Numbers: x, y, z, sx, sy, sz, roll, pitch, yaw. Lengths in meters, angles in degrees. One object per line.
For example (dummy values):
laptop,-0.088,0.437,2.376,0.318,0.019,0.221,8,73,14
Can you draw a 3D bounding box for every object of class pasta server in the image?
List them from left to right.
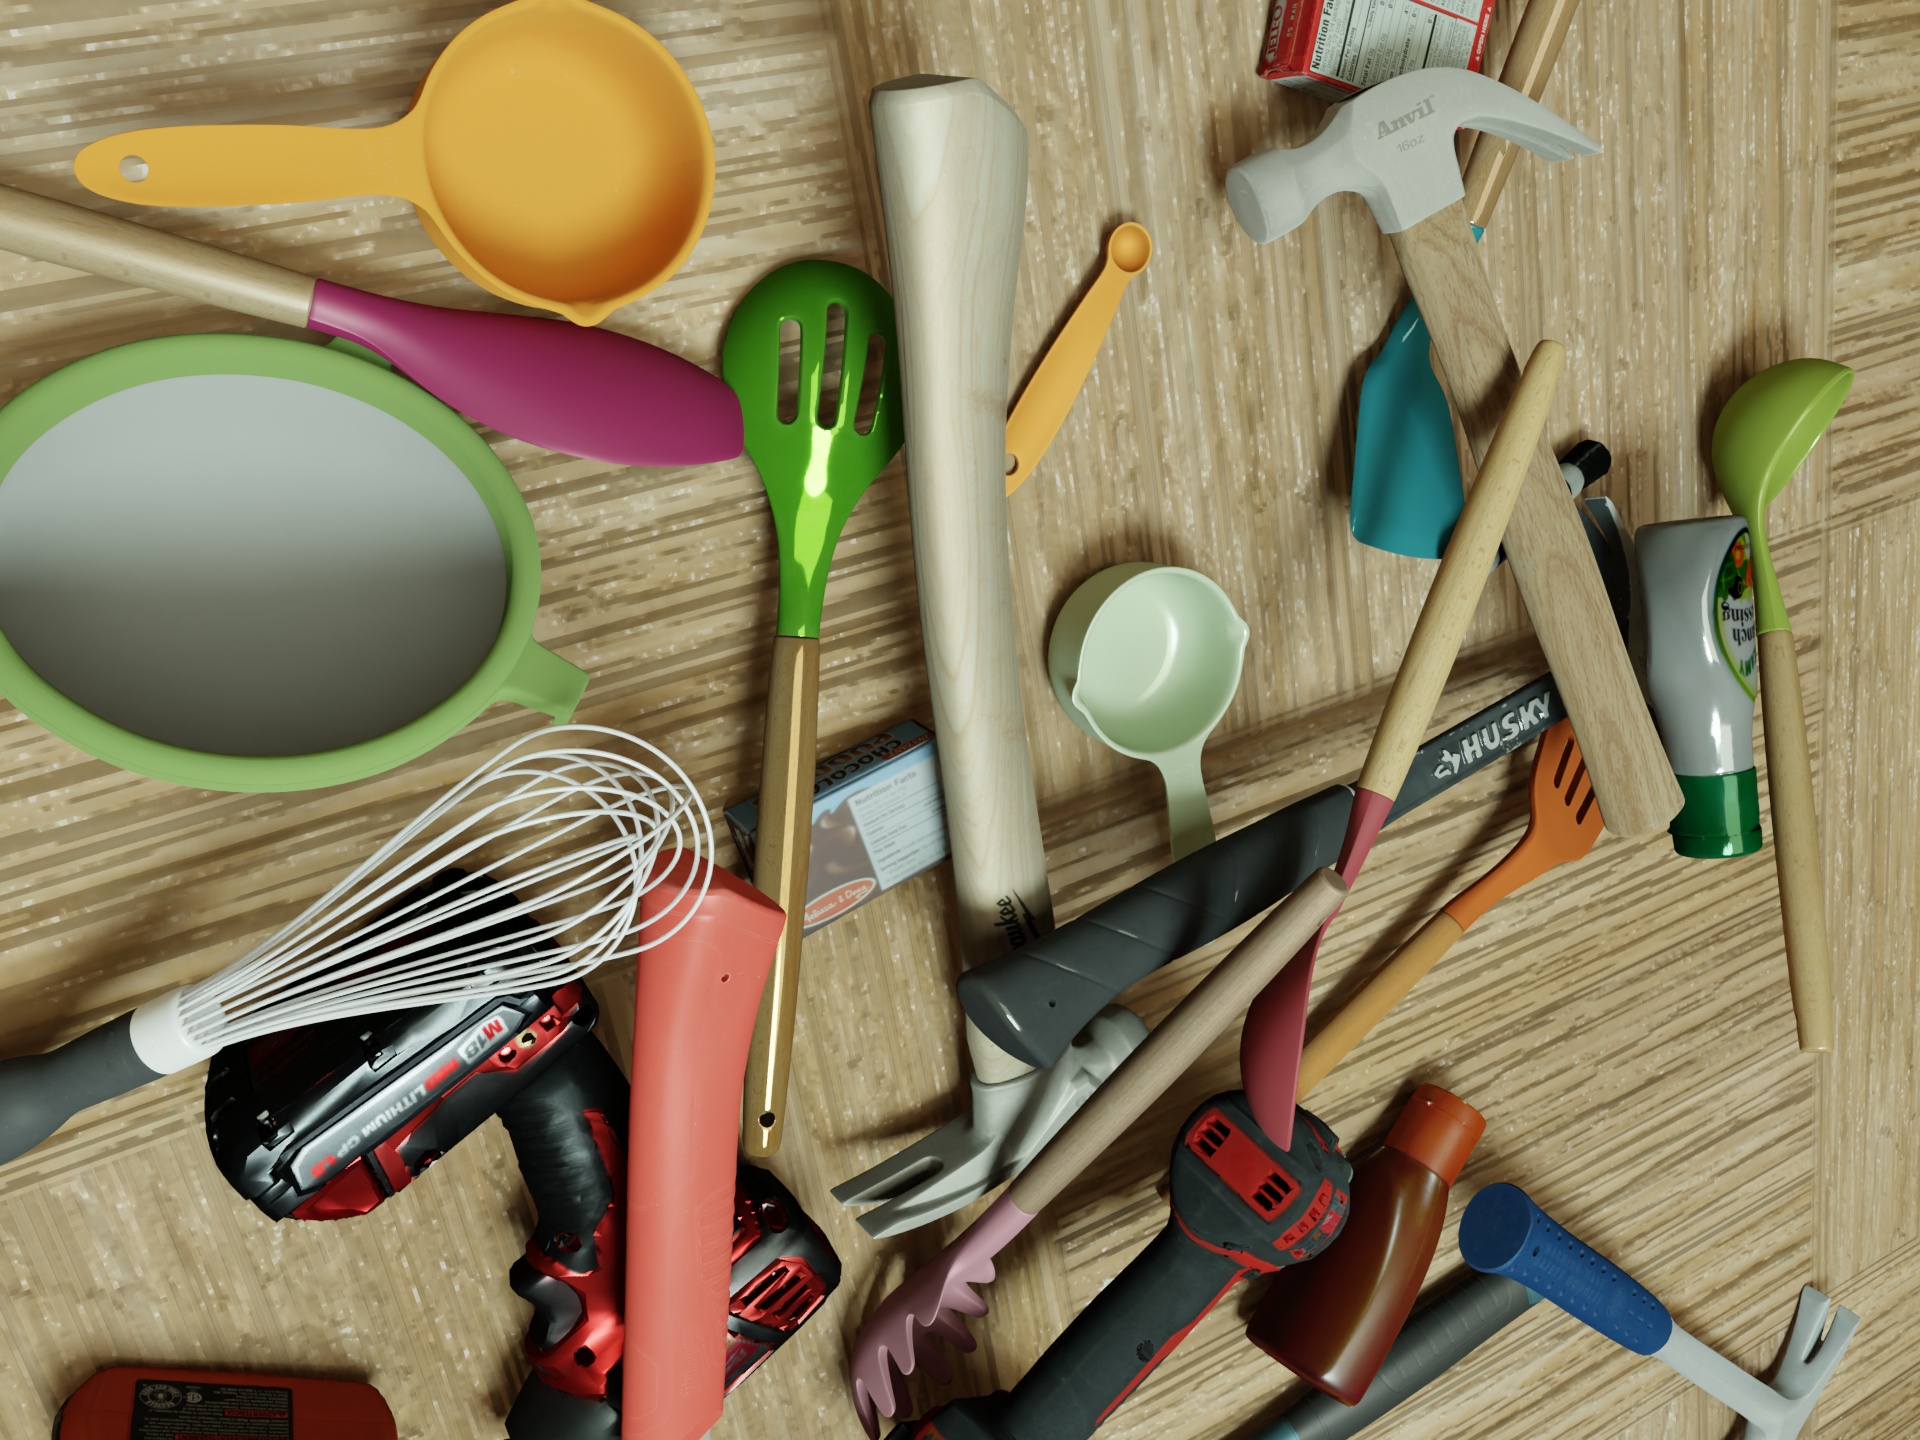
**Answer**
pasta server,0.044,0.170,0.598,0.060,0.040,0.316,-10,142,-56

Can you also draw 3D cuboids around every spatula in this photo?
spatula,0.208,0.108,0.746,0.322,0.041,0.081,-43,116,-6
spatula,0.222,-0.222,0.636,0.082,0.044,0.317,3,112,-38

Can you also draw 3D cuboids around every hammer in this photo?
hammer,-0.104,0.215,0.530,0.149,0.037,0.359,-6,111,-31
hammer,-0.001,-0.002,0.551,0.146,0.038,0.410,-24,123,-29
hammer,0.174,0.347,0.784,0.331,0.033,0.128,-26,113,-19
hammer,0.167,0.029,0.648,0.409,0.036,0.149,-24,101,-30
hammer,0.227,-0.096,0.636,0.130,0.031,0.331,-30,109,-4
hammer,0.380,0.327,0.856,0.405,0.035,0.144,37,85,-36

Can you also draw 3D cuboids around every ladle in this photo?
ladle,0.163,0.004,0.585,0.031,0.069,0.315,21,85,12
ladle,0.381,-0.014,0.712,0.078,0.062,0.320,40,50,-64

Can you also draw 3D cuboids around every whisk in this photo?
whisk,-0.200,0.076,0.460,0.284,0.070,0.070,-24,116,10

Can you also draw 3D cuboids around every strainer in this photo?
strainer,-0.242,-0.018,0.427,0.256,0.069,0.152,-21,70,-33

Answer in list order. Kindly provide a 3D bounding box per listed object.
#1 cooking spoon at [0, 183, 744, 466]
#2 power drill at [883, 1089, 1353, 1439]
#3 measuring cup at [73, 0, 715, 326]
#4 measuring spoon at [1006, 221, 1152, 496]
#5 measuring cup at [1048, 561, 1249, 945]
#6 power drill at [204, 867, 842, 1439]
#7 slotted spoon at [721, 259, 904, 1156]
cooking spoon,-0.213,-0.127,0.456,0.318,0.069,0.017,12,134,-23
power drill,0.081,0.257,0.668,0.227,0.080,0.187,-48,151,-3
measuring cup,-0.163,-0.163,0.470,0.173,0.052,0.095,-10,107,-23
measuring spoon,0.038,-0.136,0.604,0.021,0.011,0.117,27,94,-30
measuring cup,0.080,0.015,0.648,0.083,0.038,0.167,-22,114,-20
power drill,-0.149,0.172,0.553,0.143,0.079,0.219,-39,120,-13
slotted spoon,-0.056,-0.003,0.551,0.070,0.031,0.314,4,94,-16
